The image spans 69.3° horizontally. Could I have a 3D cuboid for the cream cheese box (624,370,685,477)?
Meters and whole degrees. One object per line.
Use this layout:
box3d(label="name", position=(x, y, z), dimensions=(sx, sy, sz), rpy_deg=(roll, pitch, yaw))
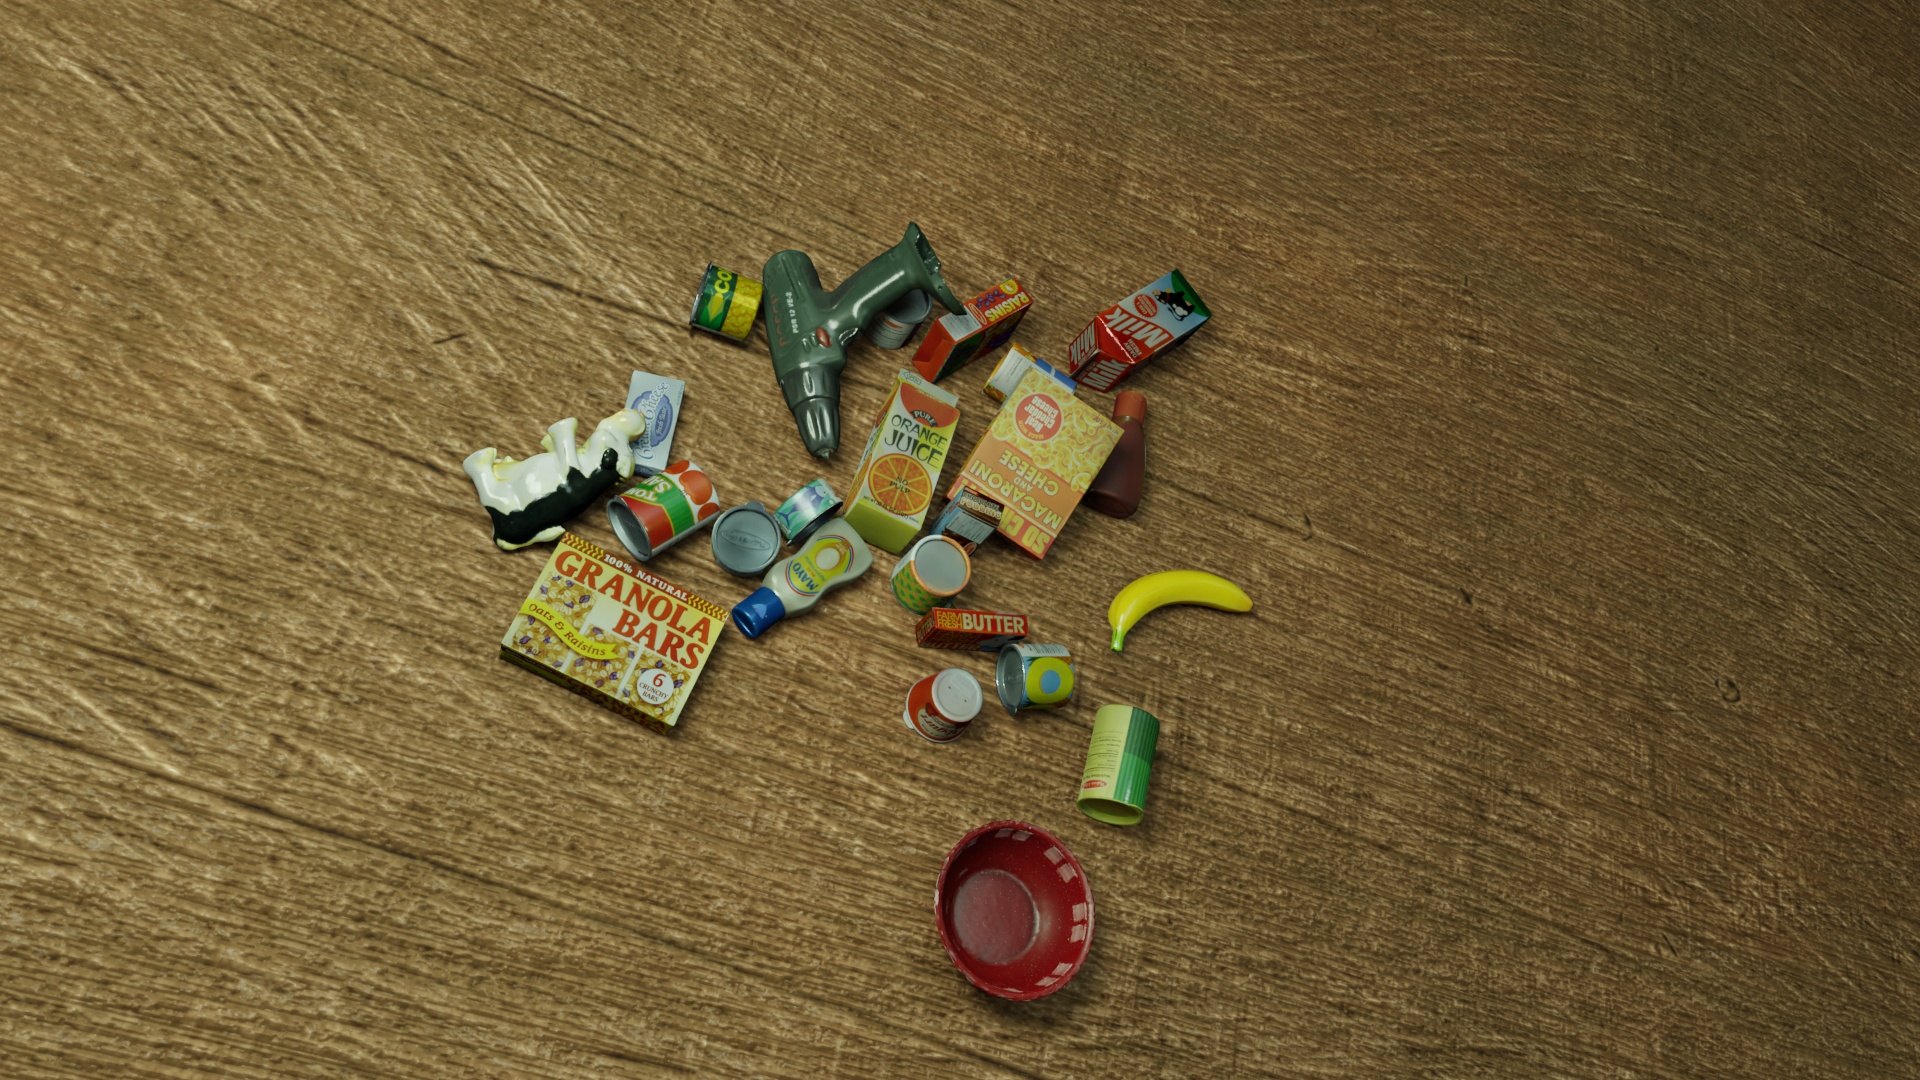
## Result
box3d(label="cream cheese box", position=(-0.305, -0.113, 1.357), dimensions=(0.053, 0.024, 0.104), rpy_deg=(12, 62, -11))

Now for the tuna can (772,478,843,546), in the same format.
box3d(label="tuna can", position=(-0.153, -0.028, 1.365), dimensions=(0.071, 0.070, 0.033), rpy_deg=(-36, 85, -32))

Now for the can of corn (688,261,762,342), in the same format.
box3d(label="can of corn", position=(-0.239, -0.245, 1.422), dimensions=(0.058, 0.071, 0.071), rpy_deg=(18, 61, -17))

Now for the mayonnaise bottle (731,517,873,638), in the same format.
box3d(label="mayonnaise bottle", position=(-0.155, 0.040, 1.347), dimensions=(0.149, 0.041, 0.065), rpy_deg=(-38, 89, -33))

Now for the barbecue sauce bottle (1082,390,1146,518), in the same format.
box3d(label="barbecue sauce bottle", position=(0.180, -0.100, 1.561), dimensions=(0.065, 0.043, 0.149), rpy_deg=(23, 59, -13))

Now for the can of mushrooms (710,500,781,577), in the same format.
box3d(label="can of mushrooms", position=(-0.206, -0.001, 1.338), dimensions=(0.071, 0.033, 0.071), rpy_deg=(3, 77, -12))

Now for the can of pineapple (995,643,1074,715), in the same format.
box3d(label="can of pineapple", position=(0.074, 0.138, 1.391), dimensions=(0.058, 0.070, 0.071), rpy_deg=(2, 67, -24))

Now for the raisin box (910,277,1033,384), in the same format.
box3d(label="raisin box", position=(0.013, -0.230, 1.520), dimensions=(0.124, 0.085, 0.040), rpy_deg=(-33, 79, -32))

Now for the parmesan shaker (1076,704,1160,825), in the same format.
box3d(label="parmesan shaker", position=(0.161, 0.224, 1.387), dimensions=(0.071, 0.071, 0.103), rpy_deg=(24, 59, -13))

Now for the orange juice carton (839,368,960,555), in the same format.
box3d(label="orange juice carton", position=(-0.058, -0.089, 1.431), dimensions=(0.072, 0.072, 0.193), rpy_deg=(25, 59, -12))

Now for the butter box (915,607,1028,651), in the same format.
box3d(label="butter box", position=(0.011, 0.090, 1.391), dimensions=(0.103, 0.053, 0.024), rpy_deg=(6, 63, -22))

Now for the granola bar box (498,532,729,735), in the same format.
box3d(label="granola bar box", position=(-0.312, 0.084, 1.257), dimensions=(0.165, 0.039, 0.125), rpy_deg=(28, 59, -10))

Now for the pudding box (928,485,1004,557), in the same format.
box3d(label="pudding box", position=(0.005, -0.018, 1.421), dimensions=(0.049, 0.083, 0.030), rpy_deg=(26, 57, -11))

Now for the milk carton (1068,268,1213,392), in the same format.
box3d(label="milk carton", position=(0.198, -0.237, 1.615), dimensions=(0.191, 0.072, 0.073), rpy_deg=(-34, 84, -32))

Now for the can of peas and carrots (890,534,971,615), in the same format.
box3d(label="can of peas and carrots", position=(-0.028, 0.036, 1.395), dimensions=(0.071, 0.058, 0.071), rpy_deg=(9, 64, -20))

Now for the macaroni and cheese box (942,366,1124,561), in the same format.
box3d(label="macaroni and cheese box", position=(0.077, -0.080, 1.472), dimensions=(0.124, 0.040, 0.166), rpy_deg=(34, 81, -6))

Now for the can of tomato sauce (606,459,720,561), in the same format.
box3d(label="can of tomato sauce", position=(-0.279, -0.031, 1.307), dimensions=(0.083, 0.071, 0.071), rpy_deg=(-35, 84, -33))

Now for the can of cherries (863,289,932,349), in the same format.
box3d(label="can of cherries", position=(-0.070, -0.252, 1.509), dimensions=(0.071, 0.058, 0.072), rpy_deg=(9, 64, -19))

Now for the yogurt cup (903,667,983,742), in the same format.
box3d(label="yogurt cup", position=(-0.013, 0.157, 1.350), dimensions=(0.072, 0.053, 0.072), rpy_deg=(10, 63, -21))

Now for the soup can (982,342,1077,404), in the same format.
box3d(label="soup can", position=(0.076, -0.170, 1.535), dimensions=(0.084, 0.071, 0.072), rpy_deg=(33, 58, -6))
